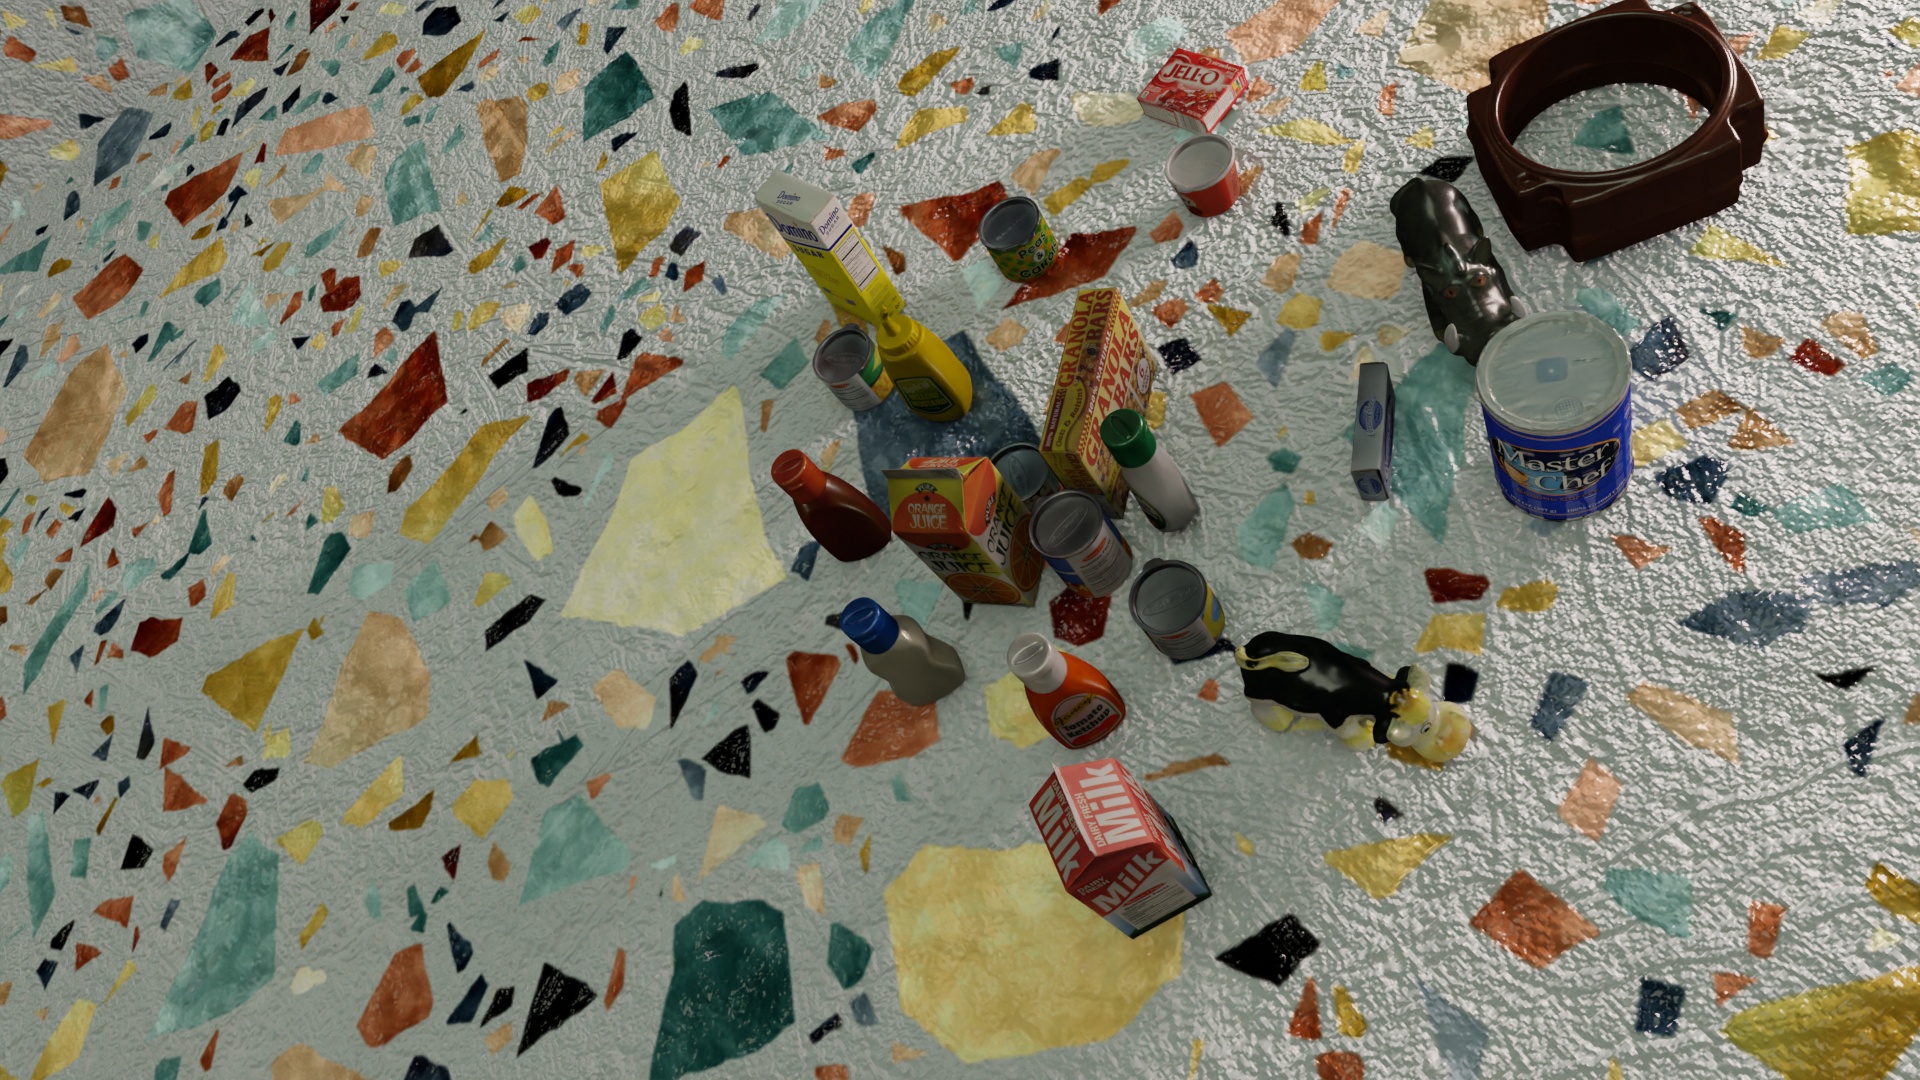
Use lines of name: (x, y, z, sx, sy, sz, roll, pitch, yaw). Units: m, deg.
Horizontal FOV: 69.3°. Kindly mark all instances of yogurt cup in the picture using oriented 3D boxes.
yogurt cup: (0.237, -0.350, 1.341, 0.072, 0.053, 0.073, -12, 59, 21)

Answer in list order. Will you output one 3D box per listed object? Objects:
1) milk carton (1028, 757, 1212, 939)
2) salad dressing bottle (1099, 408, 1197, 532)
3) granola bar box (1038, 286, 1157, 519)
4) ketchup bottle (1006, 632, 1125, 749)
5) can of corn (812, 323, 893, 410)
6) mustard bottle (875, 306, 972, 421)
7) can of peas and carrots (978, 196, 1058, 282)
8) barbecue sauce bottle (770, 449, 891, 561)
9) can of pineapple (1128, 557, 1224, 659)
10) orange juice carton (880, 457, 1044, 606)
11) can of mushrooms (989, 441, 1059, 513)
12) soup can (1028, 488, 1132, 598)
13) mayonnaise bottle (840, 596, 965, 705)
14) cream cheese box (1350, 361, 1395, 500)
milk carton: (0.111, 0.218, 0.999, 0.073, 0.190, 0.072, -31, 54, 8)
salad dressing bottle: (0.156, -0.058, 1.159, 0.044, 0.147, 0.064, -38, 53, 4)
granola bar box: (0.123, -0.120, 1.224, 0.039, 0.124, 0.166, 2, 65, 28)
ketchup bottle: (0.080, 0.117, 1.097, 0.064, 0.148, 0.044, -34, 54, 6)
can of corn: (-0.107, -0.176, 1.412, 0.071, 0.058, 0.071, -12, 59, 21)
mustard bottle: (-0.043, -0.170, 1.313, 0.065, 0.160, 0.049, -4, 62, 25)
can of peas and carrots: (0.061, -0.301, 1.399, 0.071, 0.058, 0.071, -12, 59, 21)
barbecue sauce bottle: (-0.122, -0.032, 1.282, 0.065, 0.148, 0.044, -23, 55, 14)
can of pineapple: (0.178, 0.056, 1.140, 0.071, 0.057, 0.071, -12, 59, 21)
orange juice carton: (0.004, -0.015, 1.182, 0.072, 0.192, 0.073, 2, 65, 28)
can of mushrooms: (0.054, -0.054, 1.279, 0.071, 0.033, 0.071, -12, 59, 20)
soup can: (0.102, 0.002, 1.191, 0.071, 0.083, 0.071, -12, 59, 21)
mayonnaise bottle: (-0.052, 0.093, 1.177, 0.064, 0.147, 0.041, -27, 55, 11)
cream cheese box: (0.341, -0.089, 1.143, 0.024, 0.053, 0.104, -1, 63, 26)
